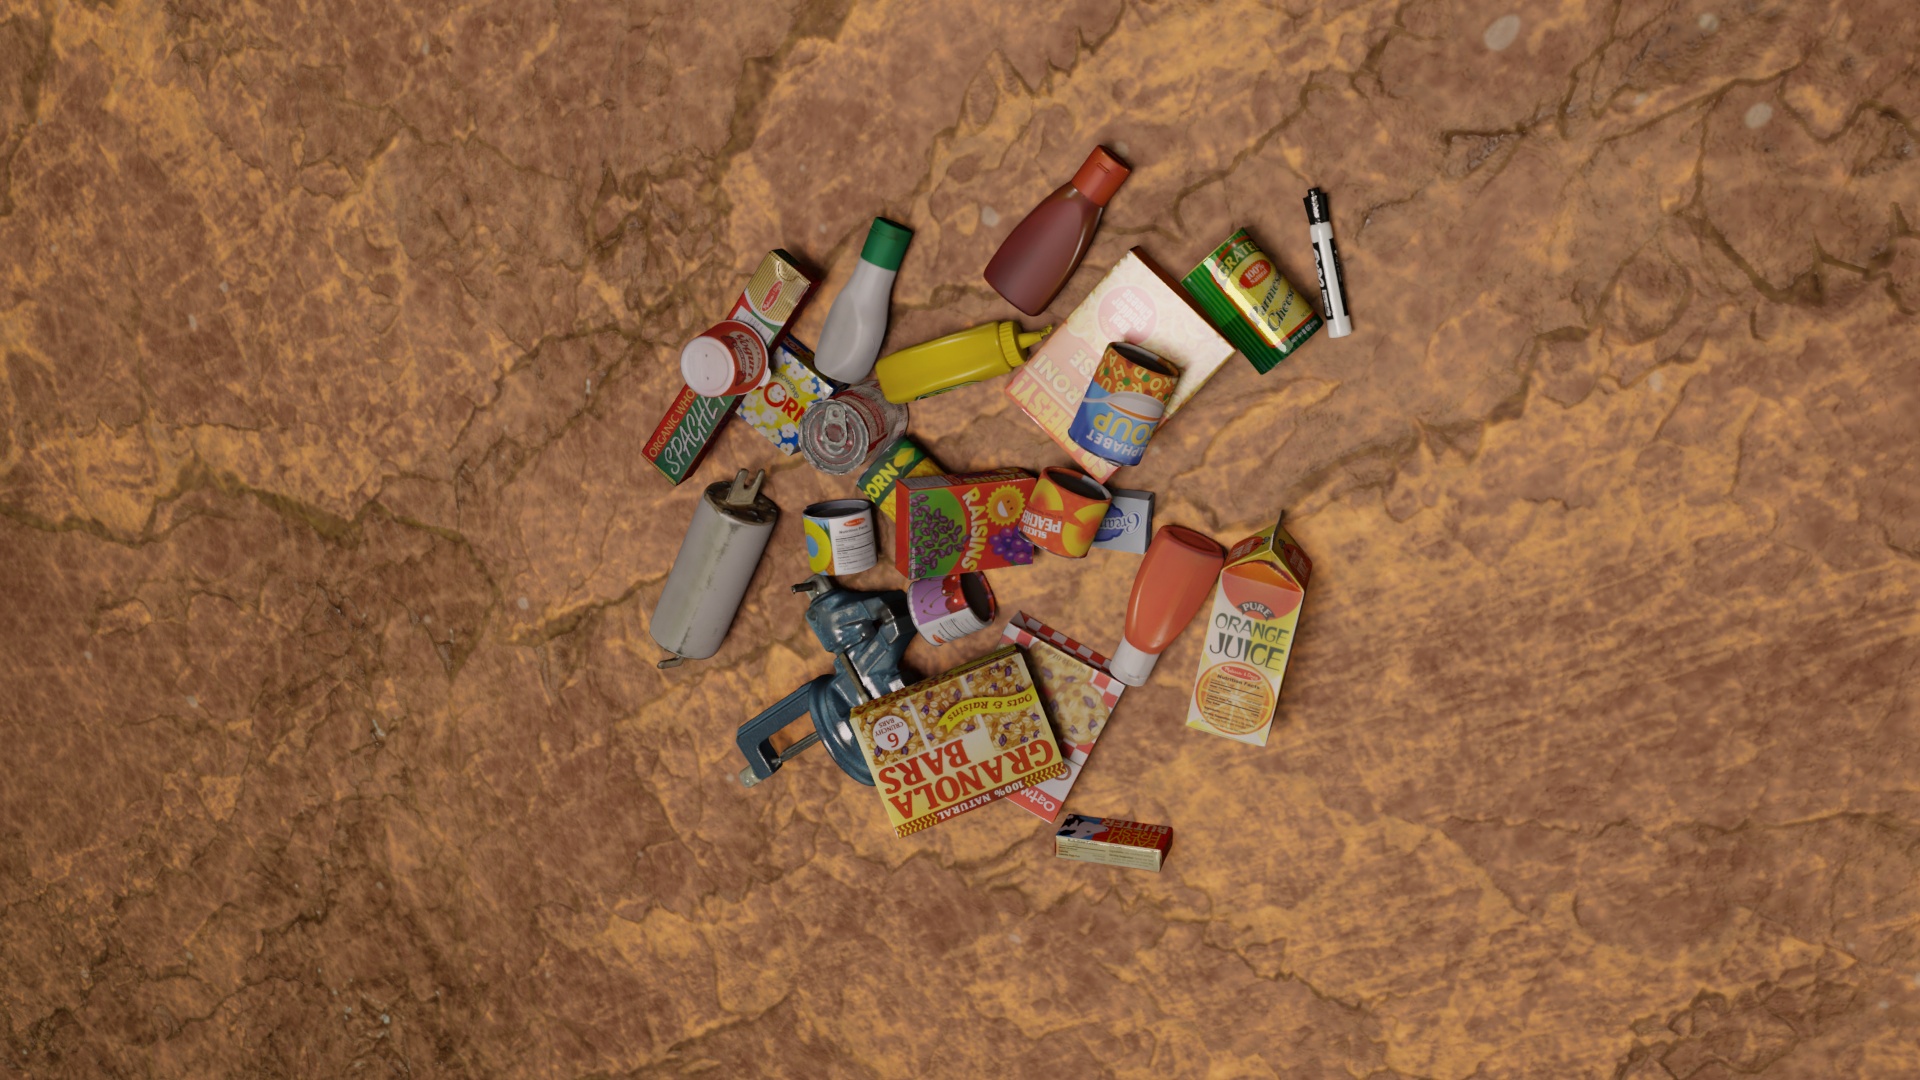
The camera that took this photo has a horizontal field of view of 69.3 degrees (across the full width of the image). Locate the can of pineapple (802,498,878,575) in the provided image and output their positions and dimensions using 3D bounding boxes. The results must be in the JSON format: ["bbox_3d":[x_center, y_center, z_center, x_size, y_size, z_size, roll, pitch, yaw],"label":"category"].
[{"bbox_3d":[-0.114,-0.004,1.318,0.071,0.071,0.057,0,106,20],"label":"can of pineapple"}]

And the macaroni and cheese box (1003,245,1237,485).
[{"bbox_3d":[0.138,-0.149,1.194,0.124,0.040,0.166,44,115,2],"label":"macaroni and cheese box"}]

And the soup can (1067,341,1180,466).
[{"bbox_3d":[0.135,-0.112,1.144,0.071,0.071,0.083,28,113,10],"label":"soup can"}]

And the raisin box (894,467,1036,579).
[{"bbox_3d":[0.004,-0.016,1.246,0.124,0.040,0.085,-7,109,-22],"label":"raisin box"}]

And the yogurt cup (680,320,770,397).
[{"bbox_3d":[-0.212,-0.159,1.234,0.072,0.054,0.072,6,108,18],"label":"yogurt cup"}]

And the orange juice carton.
[{"bbox_3d":[0.254,0.072,1.202,0.073,0.072,0.191,15,111,15],"label":"orange juice carton"}]

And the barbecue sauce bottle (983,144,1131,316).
[{"bbox_3d":[0.085,-0.264,1.176,0.065,0.044,0.148,41,115,4],"label":"barbecue sauce bottle"}]

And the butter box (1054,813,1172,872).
[{"bbox_3d":[0.146,0.287,1.318,0.103,0.053,0.024,4,105,18],"label":"butter box"}]

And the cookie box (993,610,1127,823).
[{"bbox_3d":[0.071,0.168,1.317,0.123,0.040,0.166,28,113,10],"label":"cookie box"}]

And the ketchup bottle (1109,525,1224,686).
[{"bbox_3d":[0.178,0.061,1.240,0.065,0.044,0.148,19,114,-8],"label":"ketchup bottle"}]

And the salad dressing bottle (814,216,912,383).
[{"bbox_3d":[-0.086,-0.216,1.250,0.064,0.044,0.147,42,116,42],"label":"salad dressing bottle"}]

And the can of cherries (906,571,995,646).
[{"bbox_3d":[-0.008,0.056,1.298,0.058,0.072,0.071,-24,97,25],"label":"can of cherries"}]

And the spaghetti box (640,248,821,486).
[{"bbox_3d":[-0.215,-0.157,1.283,0.050,0.029,0.249,41,115,5],"label":"spaghetti box"}]

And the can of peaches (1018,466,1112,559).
[{"bbox_3d":[0.089,-0.025,1.205,0.071,0.071,0.057,27,112,10],"label":"can of peaches"}]

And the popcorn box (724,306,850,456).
[{"bbox_3d":[-0.180,-0.152,1.310,0.127,0.038,0.085,39,114,5],"label":"popcorn box"}]

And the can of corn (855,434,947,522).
[{"bbox_3d":[-0.054,-0.053,1.277,0.058,0.071,0.071,44,116,2],"label":"can of corn"}]

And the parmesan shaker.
[{"bbox_3d":[0.239,-0.196,1.130,0.071,0.071,0.103,-41,90,26],"label":"parmesan shaker"}]

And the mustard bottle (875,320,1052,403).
[{"bbox_3d":[0.006,-0.162,1.226,0.160,0.065,0.048,-14,97,20],"label":"mustard bottle"}]

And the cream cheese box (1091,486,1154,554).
[{"bbox_3d":[0.120,-0.022,1.249,0.104,0.024,0.053,8,110,18],"label":"cream cheese box"}]

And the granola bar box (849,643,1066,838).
[{"bbox_3d":[-0.002,0.183,1.268,0.166,0.039,0.124,-21,99,0],"label":"granola bar box"}]
